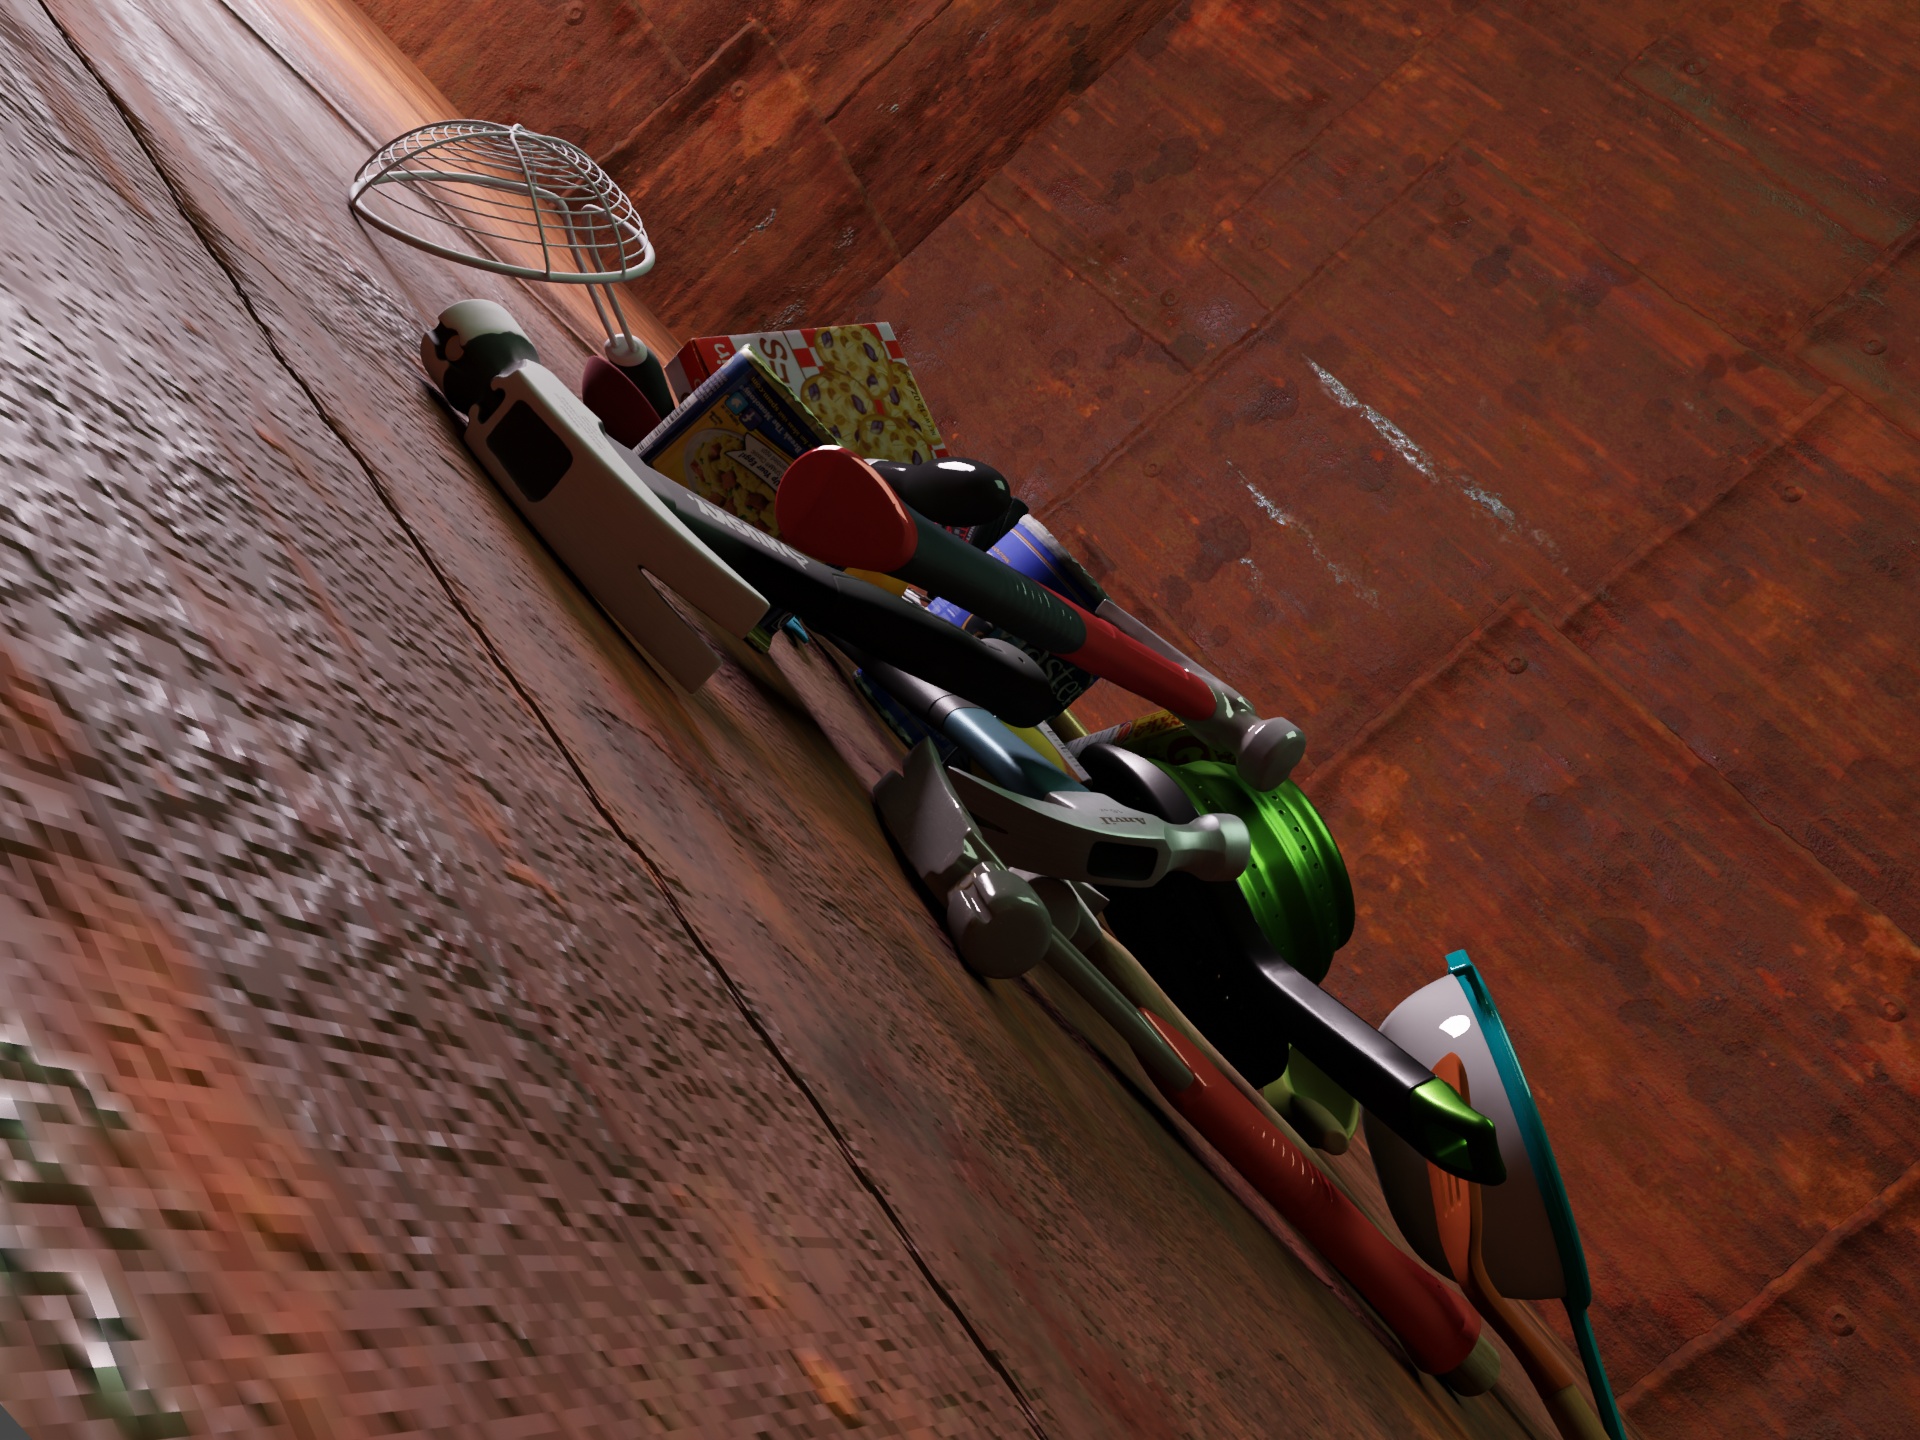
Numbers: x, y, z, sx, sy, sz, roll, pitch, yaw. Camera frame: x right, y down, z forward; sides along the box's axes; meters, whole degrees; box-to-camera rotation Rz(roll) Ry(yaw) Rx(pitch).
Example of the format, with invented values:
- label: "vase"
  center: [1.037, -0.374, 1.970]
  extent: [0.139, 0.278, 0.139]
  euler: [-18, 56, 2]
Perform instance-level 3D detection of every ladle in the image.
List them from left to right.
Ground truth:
- label: "ladle"
  center: [-0.165, -0.152, 0.878]
  extent: [0.069, 0.031, 0.315]
  euler: [52, 1, -6]
- label: "ladle"
  center: [0.216, 0.226, 0.930]
  extent: [0.320, 0.062, 0.078]
  euler: [49, 21, -78]

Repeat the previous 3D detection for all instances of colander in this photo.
- label: "colander"
  center: [0.174, 0.109, 0.795]
  extent: [0.397, 0.094, 0.204]
  euler: [-143, -148, -68]

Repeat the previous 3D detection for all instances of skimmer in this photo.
- label: "skimmer"
  center: [-0.195, -0.190, 0.811]
  extent: [0.127, 0.090, 0.363]
  euler: [20, -11, 4]

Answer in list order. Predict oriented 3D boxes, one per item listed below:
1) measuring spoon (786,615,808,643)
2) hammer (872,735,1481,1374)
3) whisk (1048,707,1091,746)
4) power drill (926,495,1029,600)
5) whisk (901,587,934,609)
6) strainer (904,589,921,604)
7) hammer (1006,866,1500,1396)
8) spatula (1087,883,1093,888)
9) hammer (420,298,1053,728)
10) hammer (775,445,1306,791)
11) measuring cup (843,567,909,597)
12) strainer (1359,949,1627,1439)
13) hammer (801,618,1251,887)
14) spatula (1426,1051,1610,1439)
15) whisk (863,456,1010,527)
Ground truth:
- label: "measuring spoon"
  center: [-0.089, -0.065, 0.853]
  extent: [0.042, 0.021, 0.129]
  euler: [47, 1, -21]
- label: "hammer"
  center: [0.099, 0.152, 0.642]
  extent: [0.358, 0.036, 0.149]
  euler: [46, 4, -24]
- label: "whisk"
  center: [0.125, 0.069, 1.026]
  extent: [0.245, 0.047, 0.051]
  euler: [49, 15, -13]
- label: "power drill"
  center: [-0.070, -0.164, 1.136]
  extent: [0.226, 0.080, 0.188]
  euler: [24, -5, -11]
- label: "whisk"
  center: [-0.057, -0.101, 1.074]
  extent: [0.246, 0.058, 0.059]
  euler: [26, -30, 40]
- label: "strainer"
  center: [-0.080, -0.090, 1.177]
  extent: [0.087, 0.050, 0.258]
  euler: [26, 9, 1]
- label: "hammer"
  center: [0.134, 0.185, 0.741]
  extent: [0.331, 0.031, 0.130]
  euler: [48, 3, -4]
- label: "spatula"
  center: [0.057, 0.083, 1.084]
  extent: [0.060, 0.018, 0.315]
  euler: [49, 2, 21]
- label: "hammer"
  center: [-0.045, -0.042, 0.598]
  extent: [0.146, 0.035, 0.334]
  euler: [49, 13, 28]
- label: "hammer"
  center: [0.033, -0.048, 0.692]
  extent: [0.143, 0.038, 0.386]
  euler: [39, 9, 30]
- label: "measuring cup"
  center: [-0.089, -0.107, 0.888]
  extent: [0.157, 0.062, 0.029]
  euler: [28, 21, 37]
- label: "strainer"
  center: [0.309, 0.314, 0.935]
  extent: [0.210, 0.095, 0.341]
  euler: [51, 24, -66]
- label: "hammer"
  center: [-0.001, -0.003, 0.795]
  extent: [0.128, 0.033, 0.331]
  euler: [3, 21, -30]
- label: "spatula"
  center: [0.264, 0.292, 0.645]
  extent: [0.081, 0.041, 0.323]
  euler: [84, -20, -62]
- label: "whisk"
  center: [-0.056, -0.116, 0.775]
  extent: [0.070, 0.070, 0.285]
  euler: [46, -14, -30]
